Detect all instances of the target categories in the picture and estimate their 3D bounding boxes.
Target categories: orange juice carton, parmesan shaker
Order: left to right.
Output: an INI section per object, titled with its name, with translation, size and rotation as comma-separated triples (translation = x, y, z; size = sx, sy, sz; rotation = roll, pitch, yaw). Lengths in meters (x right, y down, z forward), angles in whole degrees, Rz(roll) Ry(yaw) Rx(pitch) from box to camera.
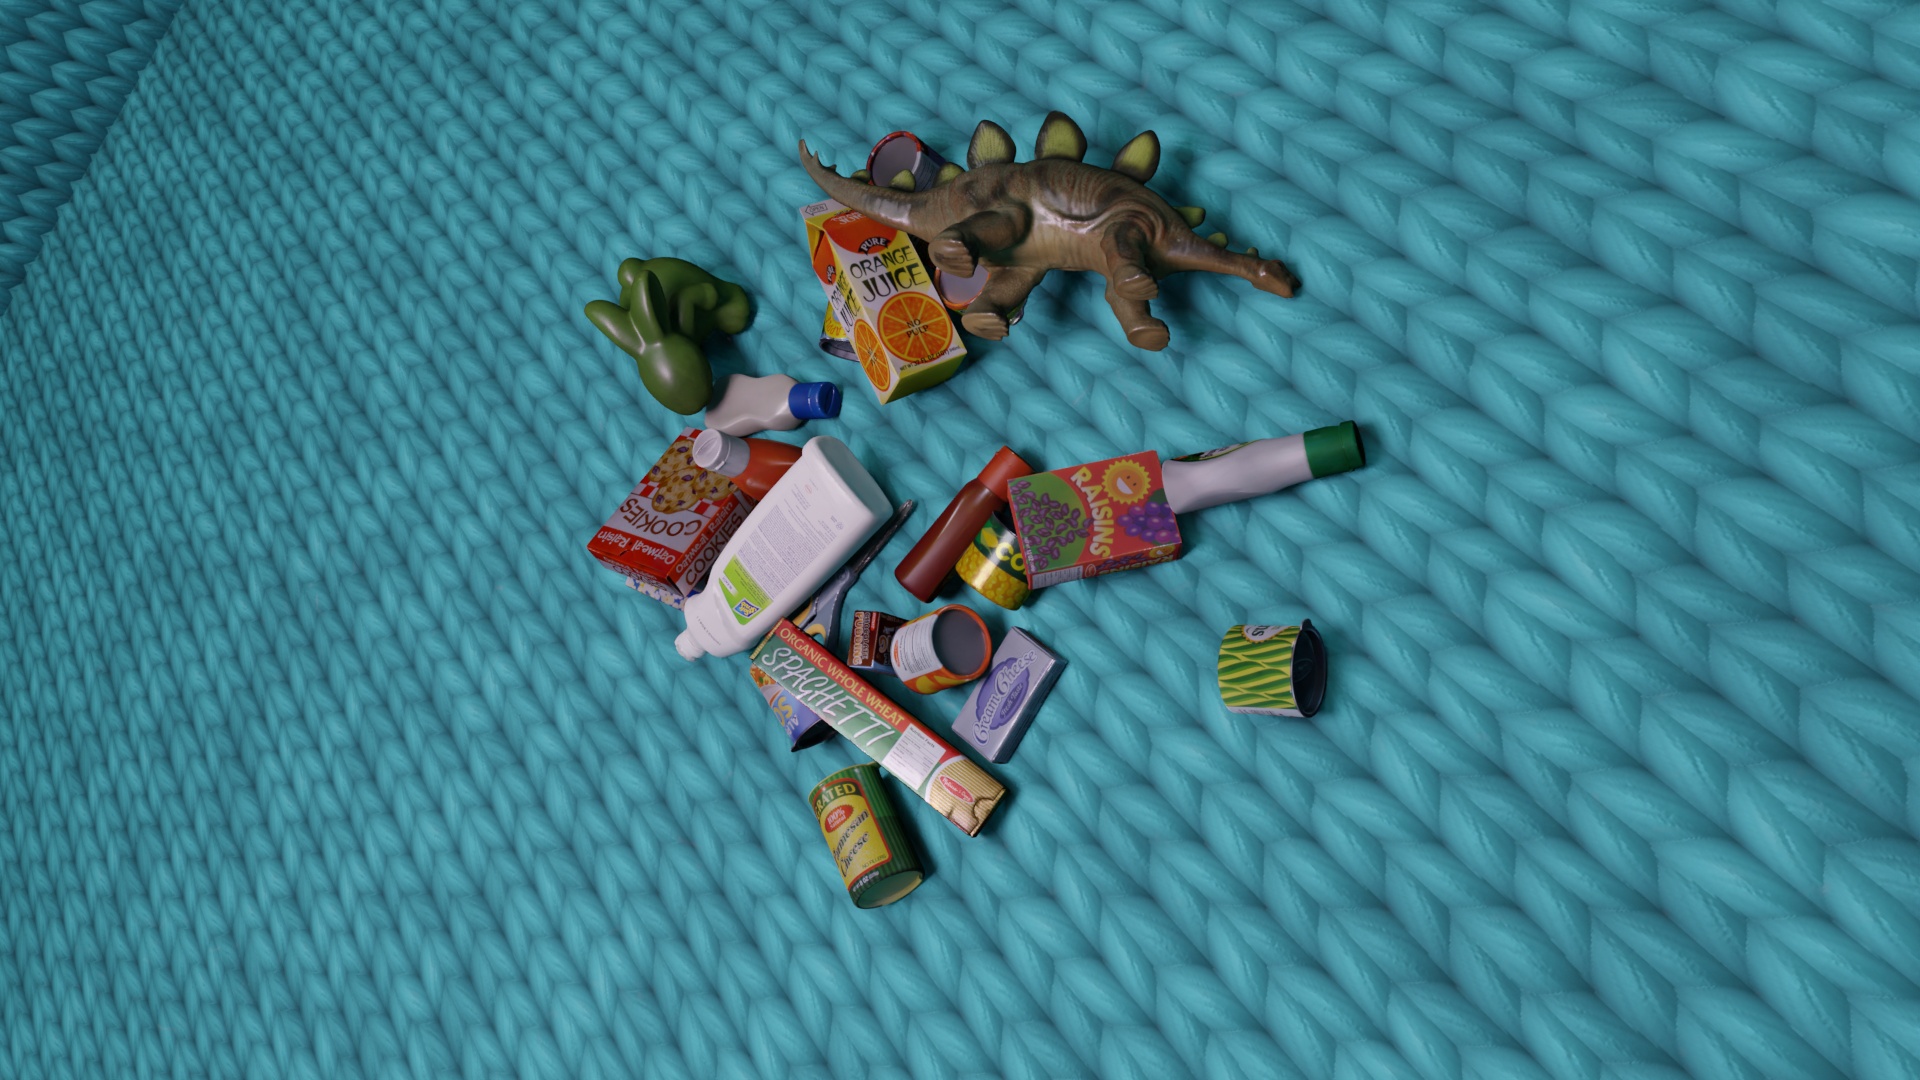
[parmesan shaker]
translation = -0.077, 0.249, 1.175
size = 0.071, 0.071, 0.103
rotation = -41, 57, 19
[orange juice carton]
translation = -0.074, -0.228, 1.256
size = 0.193, 0.072, 0.072
rotation = 64, 160, 8

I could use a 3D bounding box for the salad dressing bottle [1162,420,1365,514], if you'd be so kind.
[salad dressing bottle]
translation = 0.229, -0.056, 1.055
size = 0.147, 0.064, 0.044
rotation = -13, 88, 23

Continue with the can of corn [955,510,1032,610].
[can of corn]
translation = 0.039, 0.018, 1.159
size = 0.071, 0.071, 0.058
rotation = 43, 104, 36

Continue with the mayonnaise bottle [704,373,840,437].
[mayonnaise bottle]
translation = -0.187, -0.136, 1.382
size = 0.148, 0.041, 0.065
rotation = 1, 70, 34

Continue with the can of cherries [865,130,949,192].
[can of cherries]
translation = -0.051, -0.353, 1.337
size = 0.071, 0.058, 0.071
rotation = -10, 71, 33

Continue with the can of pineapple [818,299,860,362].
[can of pineapple]
translation = -0.098, -0.206, 1.321
size = 0.071, 0.071, 0.058
rotation = 4, 79, 36

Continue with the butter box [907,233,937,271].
[butter box]
translation = -0.038, -0.276, 1.310
size = 0.104, 0.053, 0.024
rotation = 35, 100, 37

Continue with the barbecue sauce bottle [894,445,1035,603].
[barbecue sauce bottle]
translation = 0.004, -0.015, 1.201
size = 0.043, 0.065, 0.148
rotation = 39, 96, -6

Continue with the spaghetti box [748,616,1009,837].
[spaghetti box]
translation = -0.070, 0.154, 1.170
size = 0.250, 0.028, 0.050
rotation = 35, 84, 19

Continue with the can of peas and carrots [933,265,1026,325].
[can of peas and carrots]
translation = 0.019, -0.229, 1.252
size = 0.071, 0.058, 0.071
rotation = -11, 71, 33

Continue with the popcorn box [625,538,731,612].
[popcorn box]
translation = -0.272, 0.027, 1.395
size = 0.127, 0.038, 0.085
rotation = 19, 88, 37

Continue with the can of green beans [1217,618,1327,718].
[can of green beans]
translation = 0.226, 0.094, 1.006
size = 0.058, 0.071, 0.071
rotation = -1, 76, 36

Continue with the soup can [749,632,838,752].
[soup can]
translation = -0.143, 0.135, 1.242
size = 0.071, 0.071, 0.084
rotation = -43, 70, 18

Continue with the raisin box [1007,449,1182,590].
[raisin box]
translation = 0.106, -0.016, 1.105
size = 0.123, 0.040, 0.086
rotation = -12, 67, -2

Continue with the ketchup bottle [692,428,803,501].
[ketchup bottle]
translation = -0.184, -0.067, 1.291
size = 0.064, 0.149, 0.044
rotation = -39, 59, 21

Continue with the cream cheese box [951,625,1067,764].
[cream cheese box]
translation = 0.040, 0.129, 1.153
size = 0.053, 0.024, 0.103
rotation = 36, 98, 38

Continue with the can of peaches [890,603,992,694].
[can of peaches]
translation = -0.014, 0.091, 1.164
size = 0.058, 0.071, 0.071
rotation = -27, 61, 50

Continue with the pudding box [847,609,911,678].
[pudding box]
translation = -0.059, 0.092, 1.197
size = 0.030, 0.083, 0.050
rotation = 0, 77, 35

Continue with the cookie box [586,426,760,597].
[cookie box]
translation = -0.271, -0.032, 1.367
size = 0.123, 0.040, 0.168
rotation = 16, 59, 36
